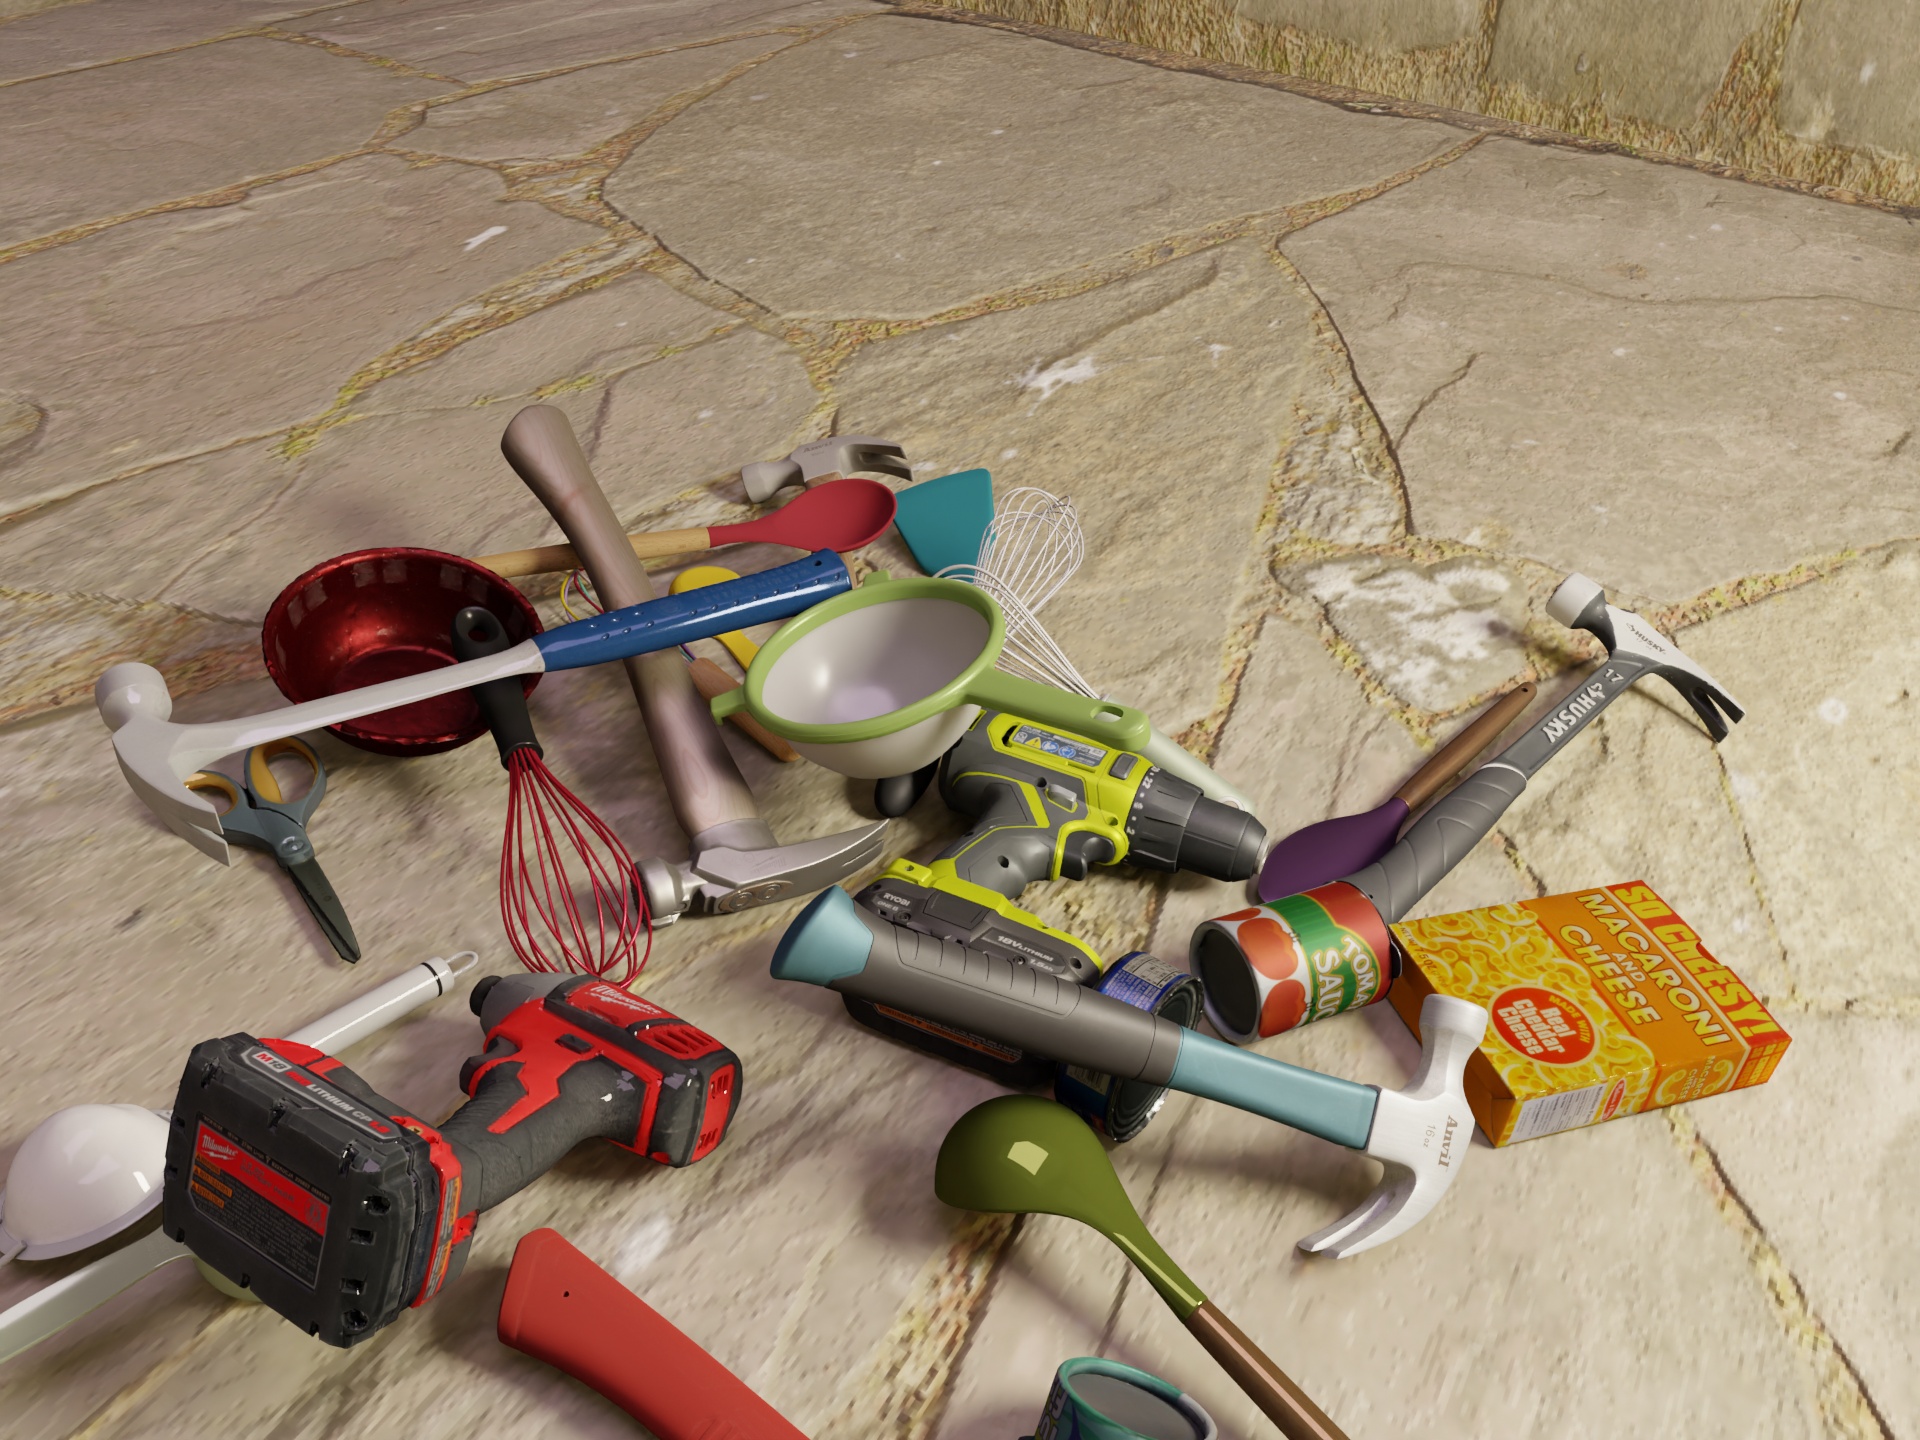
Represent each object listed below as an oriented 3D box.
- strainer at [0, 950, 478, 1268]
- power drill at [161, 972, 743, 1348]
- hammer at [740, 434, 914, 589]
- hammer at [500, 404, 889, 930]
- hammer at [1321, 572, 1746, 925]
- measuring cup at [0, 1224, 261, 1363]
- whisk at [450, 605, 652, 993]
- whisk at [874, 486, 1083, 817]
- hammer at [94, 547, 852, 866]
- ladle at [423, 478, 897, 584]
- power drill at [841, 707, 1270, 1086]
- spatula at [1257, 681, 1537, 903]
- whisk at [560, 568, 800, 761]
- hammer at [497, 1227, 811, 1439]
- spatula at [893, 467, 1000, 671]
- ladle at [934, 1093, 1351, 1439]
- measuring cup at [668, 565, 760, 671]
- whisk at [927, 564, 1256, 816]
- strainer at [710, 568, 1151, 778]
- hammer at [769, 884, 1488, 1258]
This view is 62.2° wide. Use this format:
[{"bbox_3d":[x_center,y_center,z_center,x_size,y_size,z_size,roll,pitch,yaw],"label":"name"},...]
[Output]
[{"bbox_3d":[-0.332,0.165,0.728,0.087,0.050,0.258,14,31,37],"label":"strainer"},{"bbox_3d":[-0.207,0.161,0.668,0.143,0.078,0.219,21,14,25],"label":"power drill"},{"bbox_3d":[-0.088,-0.106,1.119,0.130,0.031,0.332,-17,40,6],"label":"hammer"},{"bbox_3d":[-0.187,-0.057,0.974,0.146,0.038,0.411,-13,54,-25],"label":"hammer"},{"bbox_3d":[0.347,0.032,0.983,0.149,0.036,0.409,41,50,21],"label":"hammer"},{"bbox_3d":[-0.320,0.225,0.647,0.167,0.038,0.083,-26,46,-33],"label":"measuring cup"},{"bbox_3d":[-0.235,0.034,0.867,0.073,0.073,0.296,-12,48,-23],"label":"whisk"},{"bbox_3d":[0.013,-0.048,1.013,0.070,0.070,0.285,17,54,16],"label":"whisk"},{"bbox_3d":[-0.242,-0.029,0.875,0.405,0.035,0.144,-18,44,-28],"label":"hammer"},{"bbox_3d":[-0.194,-0.119,1.062,0.315,0.031,0.069,-10,49,-19],"label":"ladle"},{"bbox_3d":[0.052,0.086,0.854,0.190,0.080,0.228,18,35,16],"label":"power drill"},{"bbox_3d":[0.283,0.042,0.990,0.060,0.018,0.316,33,45,28],"label":"spatula"},{"bbox_3d":[-0.182,-0.046,1.036,0.047,0.051,0.245,-22,47,-41],"label":"whisk"},{"bbox_3d":[-0.033,0.294,0.585,0.359,0.036,0.149,28,41,28],"label":"hammer"},{"bbox_3d":[0.006,-0.069,1.090,0.082,0.044,0.318,-16,38,3],"label":"spatula"},{"bbox_3d":[0.109,0.268,0.644,0.320,0.062,0.078,41,29,30],"label":"ladle"},{"bbox_3d":[-0.147,-0.060,1.068,0.062,0.029,0.157,-18,40,-29],"label":"measuring cup"},{"bbox_3d":[0.076,-0.011,0.958,0.246,0.058,0.059,37,13,3],"label":"whisk"},{"bbox_3d":[-0.001,-0.003,0.863,0.256,0.069,0.151,16,46,38],"label":"strainer"},{"bbox_3d":[0.078,0.140,0.689,0.331,0.033,0.128,21,76,-15],"label":"hammer"}]
